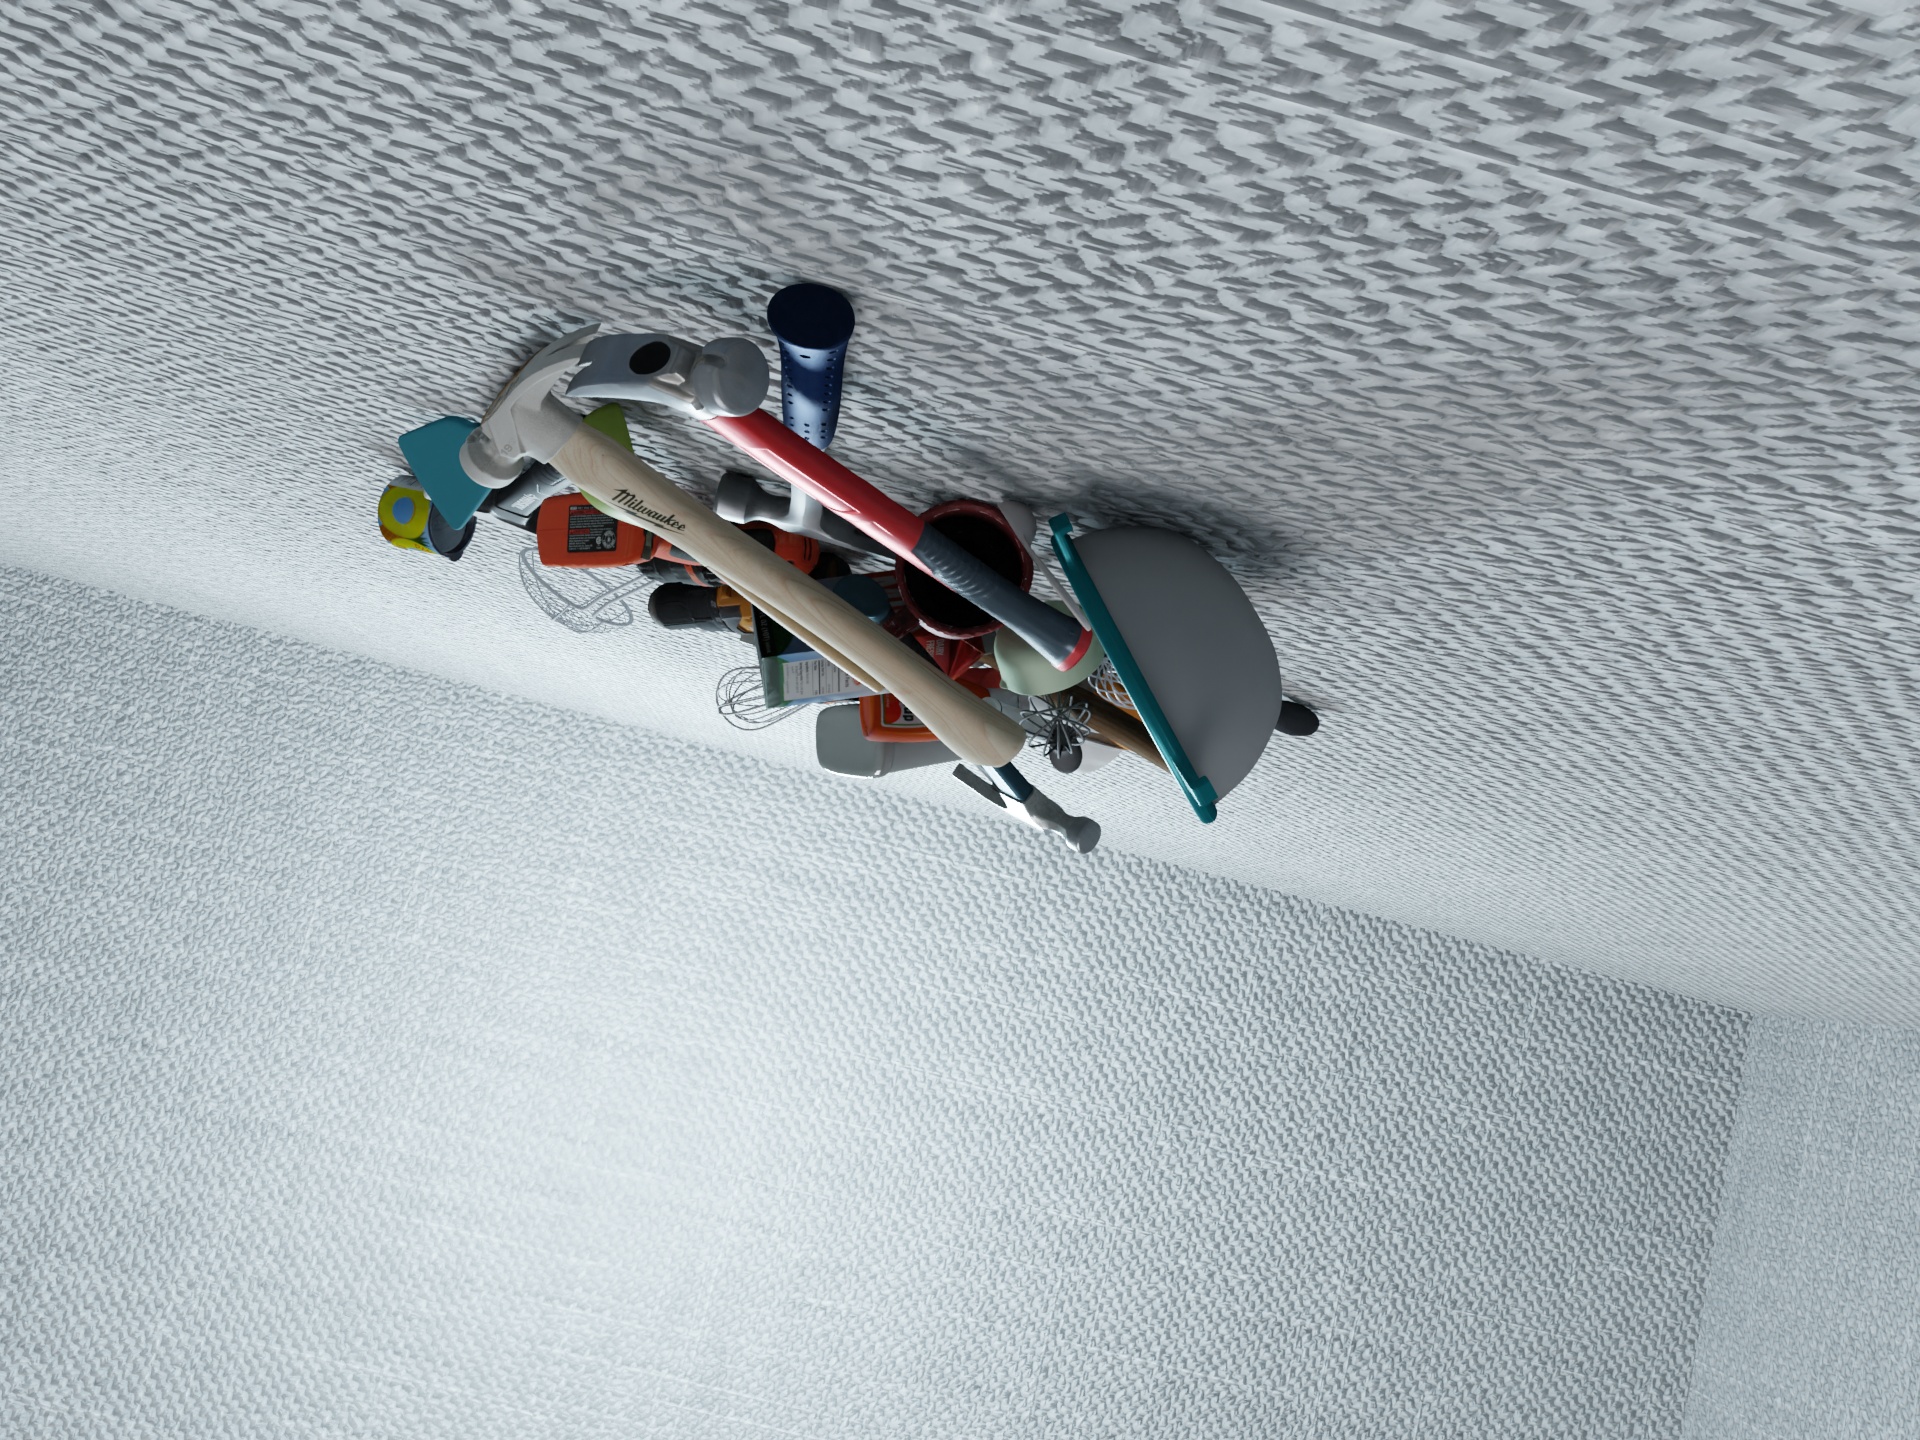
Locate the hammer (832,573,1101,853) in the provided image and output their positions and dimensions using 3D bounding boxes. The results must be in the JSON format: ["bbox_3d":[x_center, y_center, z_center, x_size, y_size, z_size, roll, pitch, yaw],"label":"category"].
[{"bbox_3d":[-0.002,-0.004,1.244,0.128,0.033,0.330,25,162,41],"label":"hammer"}]

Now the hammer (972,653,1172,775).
[{"bbox_3d":[0.081,-0.024,1.311,0.332,0.031,0.129,32,178,39],"label":"hammer"}]

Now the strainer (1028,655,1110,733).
[{"bbox_3d":[0.152,-0.009,1.505,0.256,0.069,0.151,15,172,7],"label":"strainer"}]

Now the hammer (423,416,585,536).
[{"bbox_3d":[-0.320,-0.187,1.244,0.146,0.035,0.335,19,170,-25],"label":"hammer"}]

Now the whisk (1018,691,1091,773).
[{"bbox_3d":[0.078,0.017,1.253,0.055,0.055,0.239,13,171,9],"label":"whisk"}]

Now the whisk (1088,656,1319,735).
[{"bbox_3d":[0.218,-0.022,1.372,0.284,0.070,0.070,14,174,-38],"label":"whisk"}]

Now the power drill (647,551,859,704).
[{"bbox_3d":[-0.151,-0.081,1.415,0.185,0.084,0.226,-4,162,22],"label":"power drill"}]

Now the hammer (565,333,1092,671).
[{"bbox_3d":[-0.052,-0.118,0.943,0.143,0.038,0.385,13,168,42],"label":"hammer"}]

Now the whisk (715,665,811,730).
[{"bbox_3d":[-0.108,-0.032,1.365,0.246,0.059,0.058,-9,-167,27],"label":"whisk"}]

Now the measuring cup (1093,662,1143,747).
[{"bbox_3d":[0.192,-0.002,1.434,0.173,0.052,0.095,10,-149,-36],"label":"measuring cup"}]

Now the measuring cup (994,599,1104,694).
[{"bbox_3d":[0.049,-0.076,1.158,0.168,0.083,0.038,-118,5,-56],"label":"measuring cup"}]

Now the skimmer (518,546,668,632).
[{"bbox_3d":[-0.300,-0.149,1.477,0.127,0.090,0.363,30,154,-31],"label":"skimmer"}]

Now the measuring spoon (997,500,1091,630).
[{"bbox_3d":[0.058,-0.101,1.016,0.124,0.018,0.034,59,-175,38],"label":"measuring spoon"}]

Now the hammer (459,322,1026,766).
[{"bbox_3d":[-0.111,-0.091,1.021,0.410,0.038,0.146,34,139,-24],"label":"hammer"}]

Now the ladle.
[{"bbox_3d":[-0.151,-0.110,1.130,0.319,0.062,0.078,38,-167,-39],"label":"ladle"}]

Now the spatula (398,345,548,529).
[{"bbox_3d":[-0.327,-0.204,1.099,0.082,0.044,0.317,60,154,-10],"label":"spatula"}]

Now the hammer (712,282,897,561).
[{"bbox_3d":[-0.087,-0.169,0.969,0.144,0.035,0.405,15,172,-4],"label":"hammer"}]

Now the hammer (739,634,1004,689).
[{"bbox_3d":[-0.078,-0.056,1.587,0.149,0.037,0.359,20,176,-35],"label":"hammer"}]

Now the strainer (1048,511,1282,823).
[{"bbox_3d":[0.159,-0.042,1.079,0.095,0.211,0.340,-29,171,9],"label":"strainer"}]

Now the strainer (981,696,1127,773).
[{"bbox_3d":[0.075,0.011,1.372,0.087,0.050,0.258,19,180,32],"label":"strainer"}]
